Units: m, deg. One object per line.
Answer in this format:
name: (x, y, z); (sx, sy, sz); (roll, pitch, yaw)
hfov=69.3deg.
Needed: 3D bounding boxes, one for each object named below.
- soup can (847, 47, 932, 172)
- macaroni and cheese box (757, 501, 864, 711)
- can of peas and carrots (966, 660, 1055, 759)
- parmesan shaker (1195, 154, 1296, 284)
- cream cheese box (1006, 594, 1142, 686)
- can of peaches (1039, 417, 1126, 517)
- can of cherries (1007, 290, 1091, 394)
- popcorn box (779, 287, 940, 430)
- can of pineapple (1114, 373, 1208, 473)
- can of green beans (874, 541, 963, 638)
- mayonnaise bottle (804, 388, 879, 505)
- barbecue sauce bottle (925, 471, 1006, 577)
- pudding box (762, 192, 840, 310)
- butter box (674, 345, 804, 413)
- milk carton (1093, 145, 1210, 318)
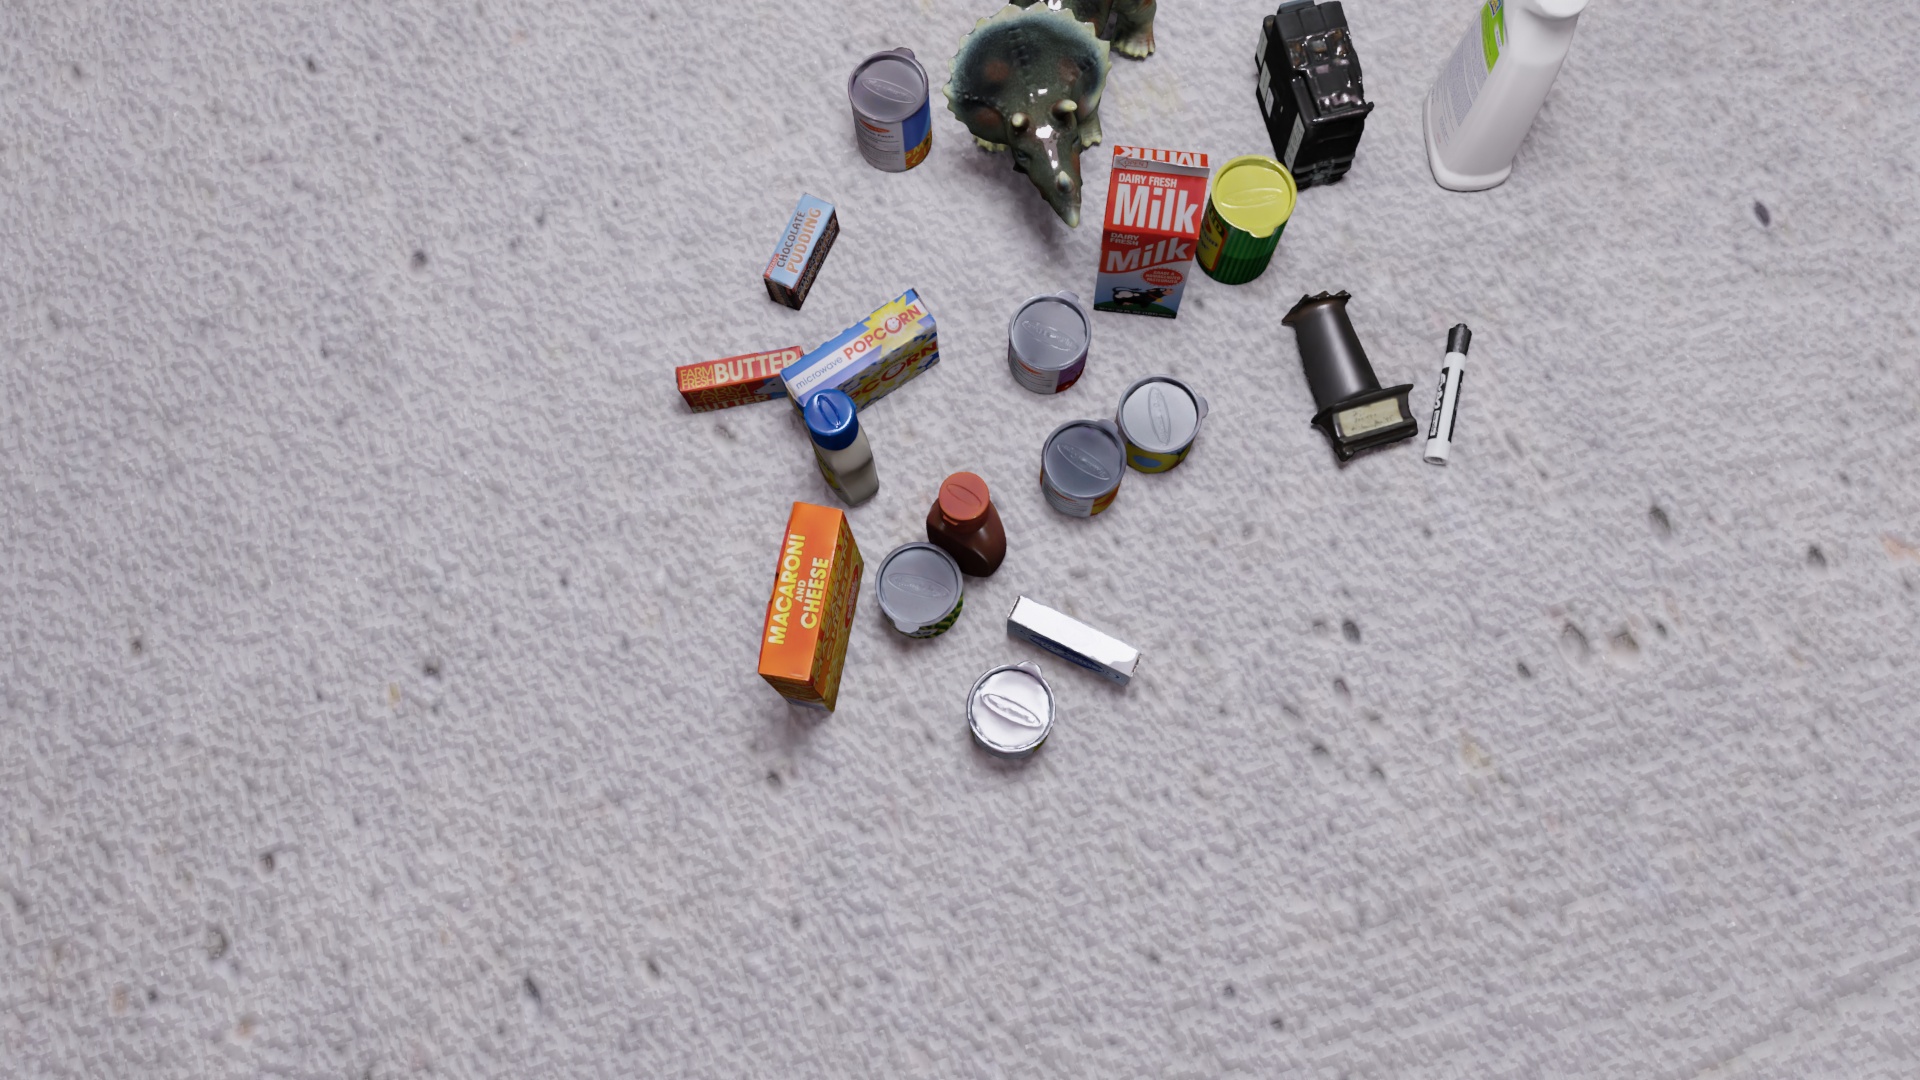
soup can: (-0.056, -0.361, 1.168); (0.071, 0.083, 0.071); (0, 76, 1)
macaroni and cheese box: (-0.108, 0.053, 1.018); (0.040, 0.166, 0.124); (9, 76, 4)
can of peas and carrots: (0.039, 0.128, 1.051); (0.071, 0.058, 0.071); (0, 76, 1)
parmesan shaker: (0.229, -0.255, 1.125); (0.071, 0.103, 0.071); (0, 76, 1)
cream cheese box: (0.086, 0.077, 1.066); (0.104, 0.053, 0.024); (25, 78, 7)
can of peaches: (0.098, -0.058, 1.099); (0.071, 0.058, 0.071); (0, 76, 1)
can of cherries: (0.073, -0.160, 1.126); (0.071, 0.058, 0.071); (0, 76, 1)
popcorn box: (-0.079, -0.140, 1.110); (0.127, 0.085, 0.038); (-34, 77, -7)
can of pineapple: (0.158, -0.092, 1.107); (0.071, 0.057, 0.071); (0, 76, 1)
can of green beans: (-0.031, 0.040, 1.076); (0.071, 0.057, 0.071); (0, 76, 1)
mayonnaise bottle: (-0.093, -0.074, 1.060); (0.041, 0.147, 0.065); (-31, 77, -6)
barbecue sauce bottle: (0.004, -0.013, 1.042); (0.065, 0.148, 0.044); (32, 79, 9)
pudding box: (-0.132, -0.240, 1.156); (0.030, 0.049, 0.084); (23, 77, 7)
butter box: (-0.174, -0.130, 1.126); (0.103, 0.053, 0.024); (-10, 76, -1)
milk carton: (0.147, -0.246, 1.079); (0.072, 0.190, 0.073); (7, 76, 3)
